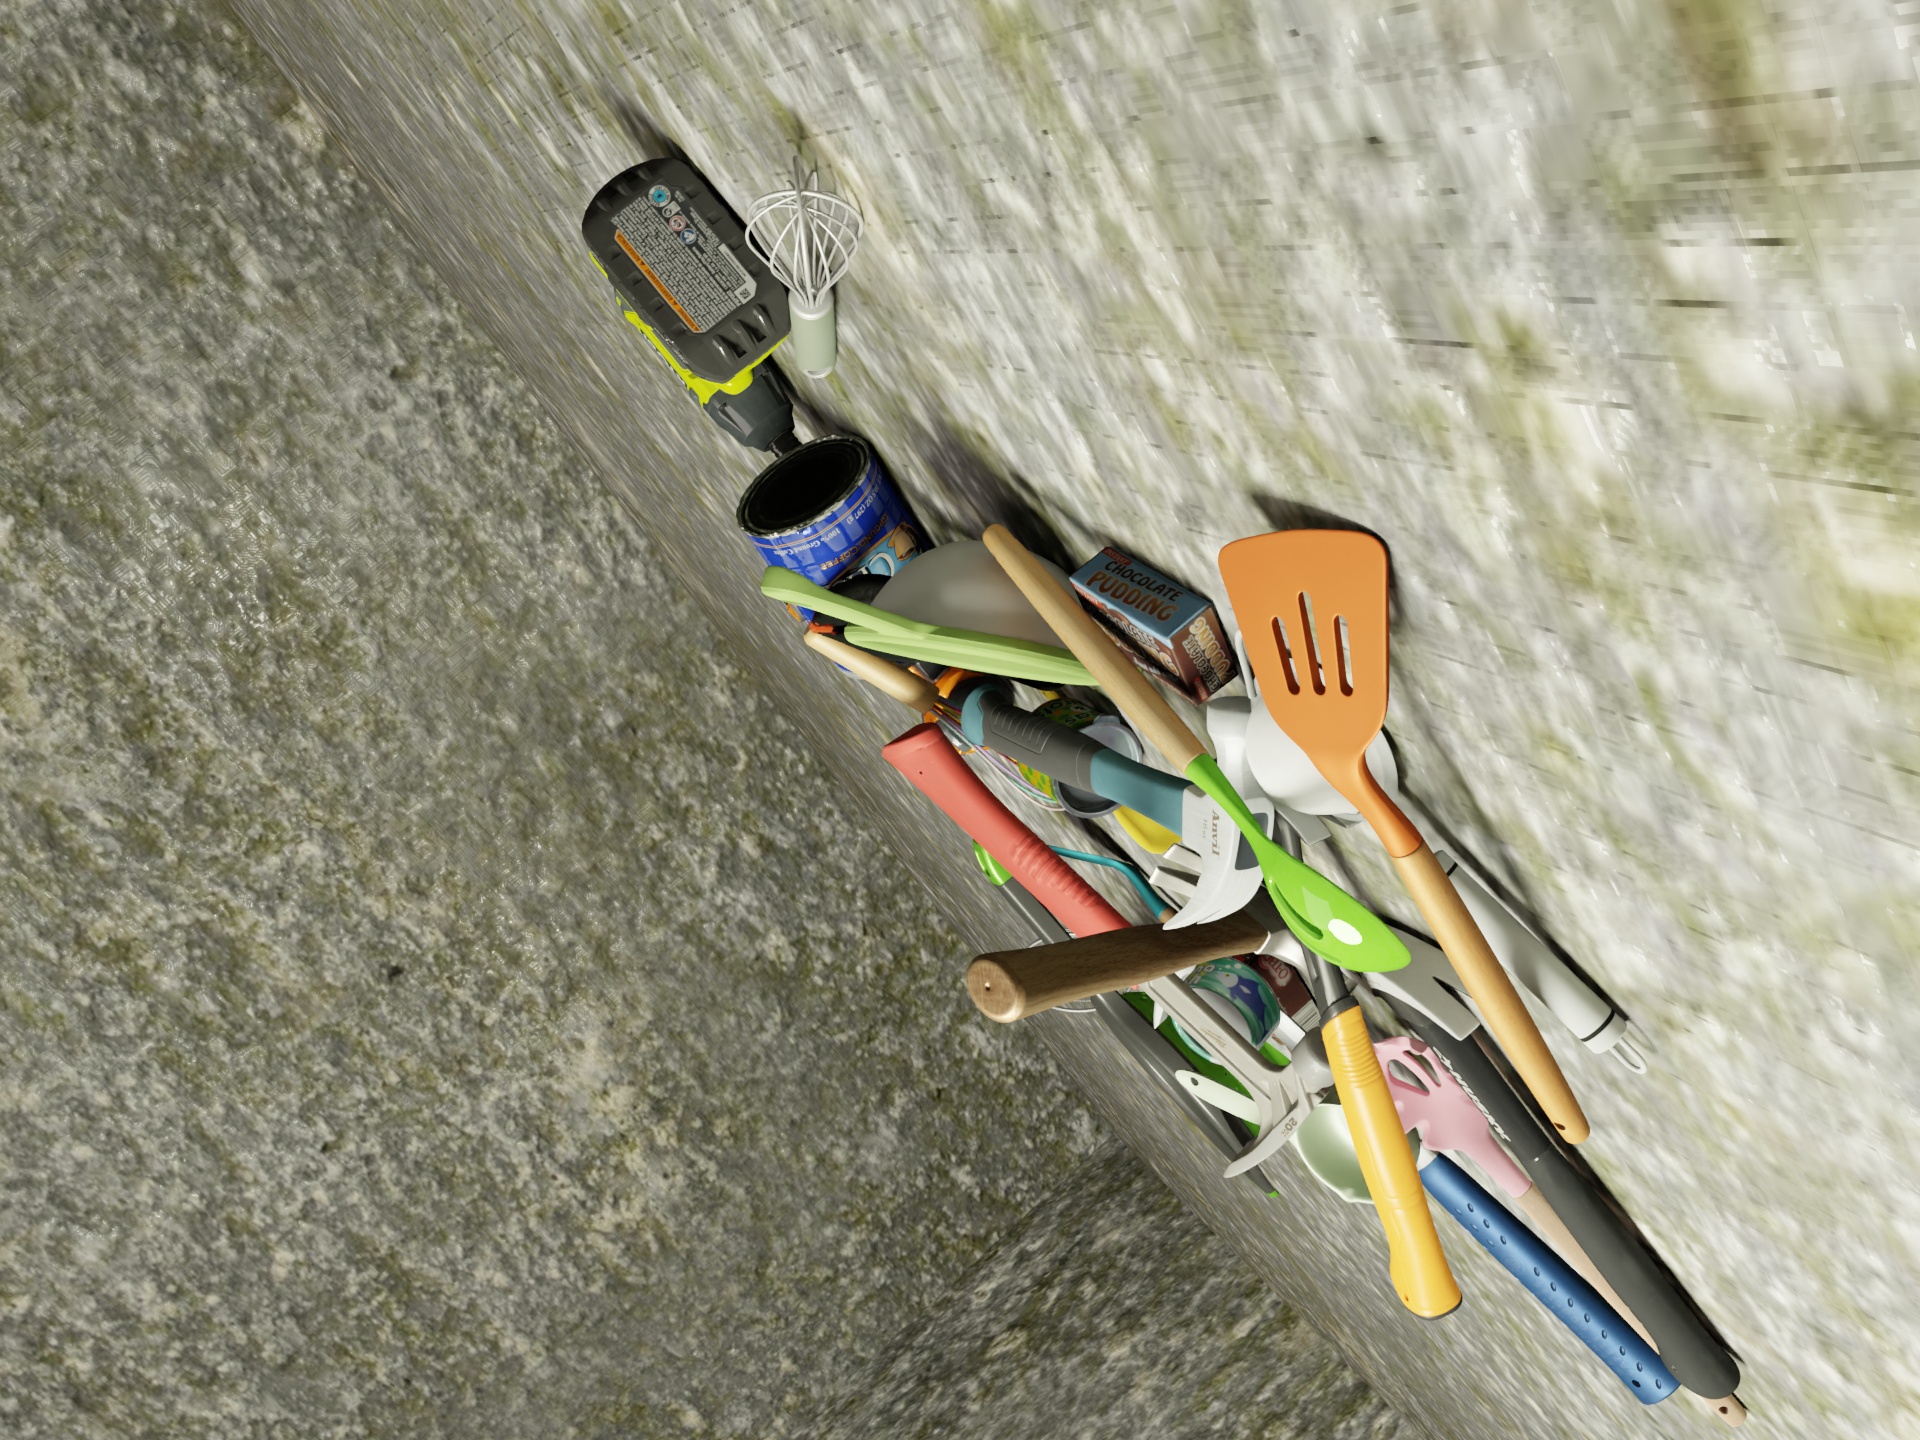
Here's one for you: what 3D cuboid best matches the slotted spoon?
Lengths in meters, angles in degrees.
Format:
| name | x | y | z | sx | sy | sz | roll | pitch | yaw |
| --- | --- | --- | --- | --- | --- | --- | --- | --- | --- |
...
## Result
| name | x | y | z | sx | sy | sz | roll | pitch | yaw |
| --- | --- | --- | --- | --- | --- | --- | --- | --- | --- |
| slotted spoon | 0.097 | 0.005 | 0.756 | 0.314 | 0.031 | 0.070 | 52 | 178 | 33 |

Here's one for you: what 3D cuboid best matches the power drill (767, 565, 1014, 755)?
| name | x | y | z | sx | sy | sz | roll | pitch | yaw |
| --- | --- | --- | --- | --- | --- | --- | --- | --- | --- |
| power drill | -0.047 | -0.064 | 1.248 | 0.226 | 0.084 | 0.164 | 46 | 171 | -5 |

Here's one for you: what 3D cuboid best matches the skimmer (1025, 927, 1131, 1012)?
| name | x | y | z | sx | sy | sz | roll | pitch | yaw |
| --- | --- | --- | --- | --- | --- | --- | --- | --- | --- |
| skimmer | 0.145 | 0.252 | 1.572 | 0.127 | 0.090 | 0.363 | 18 | 171 | -7 |

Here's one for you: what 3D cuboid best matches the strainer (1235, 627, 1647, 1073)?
| name | x | y | z | sx | sy | sz | roll | pitch | yaw |
| --- | --- | --- | --- | --- | --- | --- | --- | --- | --- |
| strainer | 0.202 | 0.062 | 0.701 | 0.258 | 0.050 | 0.086 | 45 | 156 | 9 |

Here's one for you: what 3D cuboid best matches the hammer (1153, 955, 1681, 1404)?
| name | x | y | z | sx | sy | sz | roll | pitch | yaw |
| --- | --- | --- | --- | --- | --- | --- | --- | --- | --- |
| hammer | 0.293 | 0.282 | 1.039 | 0.406 | 0.035 | 0.144 | 43 | 138 | 12 |

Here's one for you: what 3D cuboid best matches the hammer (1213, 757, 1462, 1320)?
| name | x | y | z | sx | sy | sz | roll | pitch | yaw |
| --- | --- | --- | --- | --- | --- | --- | --- | --- | --- |
| hammer | 0.213 | 0.180 | 0.847 | 0.336 | 0.034 | 0.127 | 69 | 168 | -15 |

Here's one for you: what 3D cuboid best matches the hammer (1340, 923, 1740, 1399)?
| name | x | y | z | sx | sy | sz | roll | pitch | yaw |
| --- | --- | --- | --- | --- | --- | --- | --- | --- | --- |
| hammer | 0.324 | 0.245 | 0.869 | 0.334 | 0.035 | 0.146 | 51 | 171 | -9 |

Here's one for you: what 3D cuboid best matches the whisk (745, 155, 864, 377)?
| name | x | y | z | sx | sy | sz | roll | pitch | yaw |
| --- | --- | --- | --- | --- | --- | --- | --- | --- | --- |
| whisk | -0.081 | -0.232 | 0.857 | 0.246 | 0.058 | 0.059 | 123 | 141 | -83 |

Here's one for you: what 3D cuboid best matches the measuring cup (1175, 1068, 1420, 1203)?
| name | x | y | z | sx | sy | sz | roll | pitch | yaw |
| --- | --- | --- | --- | --- | --- | --- | --- | --- | --- |
| measuring cup | 0.219 | 0.253 | 1.033 | 0.168 | 0.038 | 0.083 | 18 | 128 | 37 |

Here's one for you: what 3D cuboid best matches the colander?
| name | x | y | z | sx | sy | sz | roll | pitch | yaw |
| --- | --- | --- | --- | --- | --- | --- | --- | --- | --- |
| colander | 0.160 | 0.218 | 1.314 | 0.397 | 0.094 | 0.204 | 50 | 173 | -16 |

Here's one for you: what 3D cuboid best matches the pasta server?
| name | x | y | z | sx | sy | sz | roll | pitch | yaw |
| --- | --- | --- | --- | --- | --- | --- | --- | --- | --- |
| pasta server | 0.356 | 0.307 | 0.956 | 0.316 | 0.060 | 0.040 | 47 | -149 | 3 |

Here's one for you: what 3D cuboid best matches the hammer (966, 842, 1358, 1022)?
| name | x | y | z | sx | sy | sz | roll | pitch | yaw |
| --- | --- | --- | --- | --- | --- | --- | --- | --- | --- |
| hammer | 0.107 | 0.124 | 0.872 | 0.130 | 0.031 | 0.331 | 41 | -158 | 28 |

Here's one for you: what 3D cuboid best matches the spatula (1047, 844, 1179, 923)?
| name | x | y | z | sx | sy | sz | roll | pitch | yaw |
| --- | --- | --- | --- | --- | --- | --- | --- | --- | --- |
| spatula | 0.176 | 0.179 | 1.273 | 0.318 | 0.044 | 0.082 | 42 | -172 | 31 |

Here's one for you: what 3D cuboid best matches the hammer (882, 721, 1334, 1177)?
| name | x | y | z | sx | sy | sz | roll | pitch | yaw |
| --- | --- | --- | --- | --- | --- | --- | --- | --- | --- |
| hammer | 0.083 | 0.134 | 1.032 | 0.359 | 0.037 | 0.149 | 42 | 139 | 17 |

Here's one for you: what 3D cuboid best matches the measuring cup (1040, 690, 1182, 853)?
| name | x | y | z | sx | sy | sz | roll | pitch | yaw |
| --- | --- | --- | --- | --- | --- | --- | --- | --- | --- |
| measuring cup | 0.094 | 0.031 | 1.103 | 0.156 | 0.029 | 0.062 | 46 | 170 | 11 |

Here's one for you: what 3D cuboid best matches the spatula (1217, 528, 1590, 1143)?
| name | x | y | z | sx | sy | sz | roll | pitch | yaw |
| --- | --- | --- | --- | --- | --- | --- | --- | --- | --- |
| spatula | 0.197 | 0.061 | 0.650 | 0.081 | 0.041 | 0.322 | 2 | 135 | 53 |

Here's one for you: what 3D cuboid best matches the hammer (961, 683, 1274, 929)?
| name | x | y | z | sx | sy | sz | roll | pitch | yaw |
| --- | --- | --- | --- | --- | --- | --- | --- | --- | --- |
| hammer | 0.077 | 0.025 | 0.915 | 0.331 | 0.033 | 0.128 | -155 | 61 | -65 |

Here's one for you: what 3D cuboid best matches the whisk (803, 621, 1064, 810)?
| name | x | y | z | sx | sy | sz | roll | pitch | yaw |
| --- | --- | --- | --- | --- | --- | --- | --- | --- | --- |
| whisk | -0.001 | -0.004 | 1.102 | 0.244 | 0.051 | 0.047 | 31 | -163 | -19 |

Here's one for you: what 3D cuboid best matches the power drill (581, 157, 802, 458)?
| name | x | y | z | sx | sy | sz | roll | pitch | yaw |
| --- | --- | --- | --- | --- | --- | --- | --- | --- | --- |
| power drill | -0.166 | -0.258 | 1.044 | 0.171 | 0.080 | 0.223 | 50 | 175 | 0 |

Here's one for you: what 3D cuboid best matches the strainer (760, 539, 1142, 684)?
| name | x | y | z | sx | sy | sz | roll | pitch | yaw |
| --- | --- | --- | --- | --- | --- | --- | --- | --- | --- |
| strainer | -0.015 | -0.072 | 0.851 | 0.151 | 0.069 | 0.256 | 9 | 177 | 34 |
